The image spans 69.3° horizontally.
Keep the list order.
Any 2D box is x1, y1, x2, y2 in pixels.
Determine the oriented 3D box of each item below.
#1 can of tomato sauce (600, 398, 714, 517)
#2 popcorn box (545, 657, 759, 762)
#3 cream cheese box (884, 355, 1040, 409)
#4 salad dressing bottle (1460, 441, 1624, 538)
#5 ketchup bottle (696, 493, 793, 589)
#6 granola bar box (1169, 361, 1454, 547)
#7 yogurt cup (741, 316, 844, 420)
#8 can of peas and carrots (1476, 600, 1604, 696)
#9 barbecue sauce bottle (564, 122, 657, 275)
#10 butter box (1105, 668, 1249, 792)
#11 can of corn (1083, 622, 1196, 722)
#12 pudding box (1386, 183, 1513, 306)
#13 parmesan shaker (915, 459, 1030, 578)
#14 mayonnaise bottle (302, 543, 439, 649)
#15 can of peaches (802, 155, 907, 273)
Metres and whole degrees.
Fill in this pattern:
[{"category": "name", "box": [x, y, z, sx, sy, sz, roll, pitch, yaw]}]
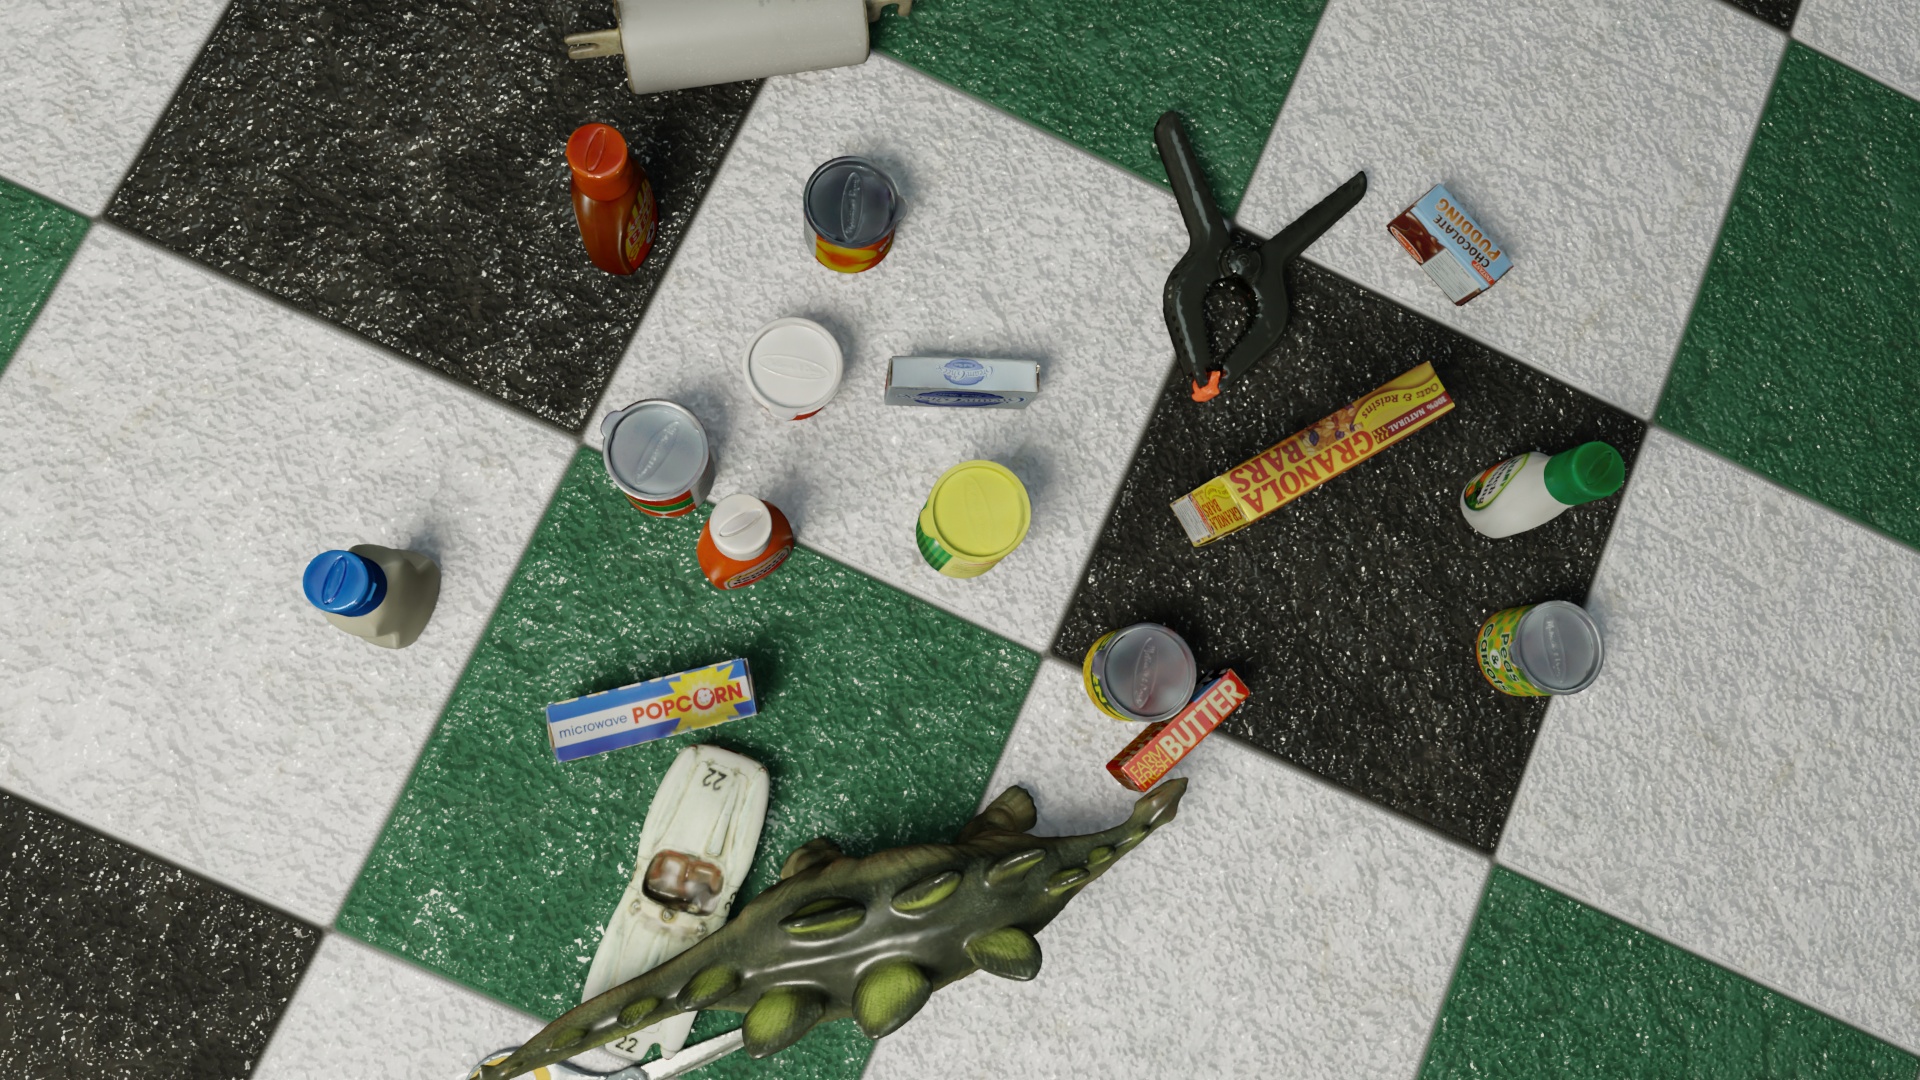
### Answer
[{"category": "can of tomato sauce", "box": [-0.199, -0.053, 0.918, 0.071, 0.083, 0.071, 1, 82, -7]}, {"category": "popcorn box", "box": [-0.195, 0.109, 0.894, 0.127, 0.085, 0.038, -13, 84, -9]}, {"category": "cream cheese box", "box": [0.000, -0.109, 0.966, 0.104, 0.053, 0.024, 1, 82, -7]}, {"category": "salad dressing bottle", "box": [0.399, -0.037, 0.957, 0.044, 0.147, 0.064, 41, 80, 0]}, {"category": "ketchup bottle", "box": [-0.138, -0.001, 0.884, 0.065, 0.148, 0.043, -31, 87, -10]}, {"category": "granola bar box", "box": [0.237, -0.056, 0.952, 0.166, 0.124, 0.039, -29, 87, -10]}, {"category": "yogurt cup", "box": [-0.115, -0.114, 0.952, 0.072, 0.054, 0.072, 1, 82, -7]}, {"category": "can of peas and carrots", "box": [0.408, 0.078, 0.987, 0.071, 0.058, 0.071, 1, 82, -7]}, {"category": "barbecue sauce bottle", "box": [-0.228, -0.225, 0.906, 0.044, 0.148, 0.065, 17, 81, -4]}, {"category": "butter box", "box": [0.148, 0.130, 0.950, 0.104, 0.053, 0.024, -41, 89, -11]}, {"category": "can of corn", "box": [0.119, 0.091, 0.949, 0.071, 0.058, 0.071, 1, 82, -7]}, {"category": "pudding box", "box": [0.361, -0.218, 1.028, 0.030, 0.049, 0.084, -42, 89, -10]}, {"category": "parmesan shaker", "box": [0.003, -0.012, 0.927, 0.071, 0.103, 0.071, 1, 82, -7]}, {"category": "mayonnaise bottle", "box": [-0.360, 0.031, 0.852, 0.041, 0.148, 0.065, 18, 81, -4]}, {"category": "can of peaches", "box": [-0.075, -0.226, 0.971, 0.071, 0.058, 0.071, 1, 82, -7]}]
